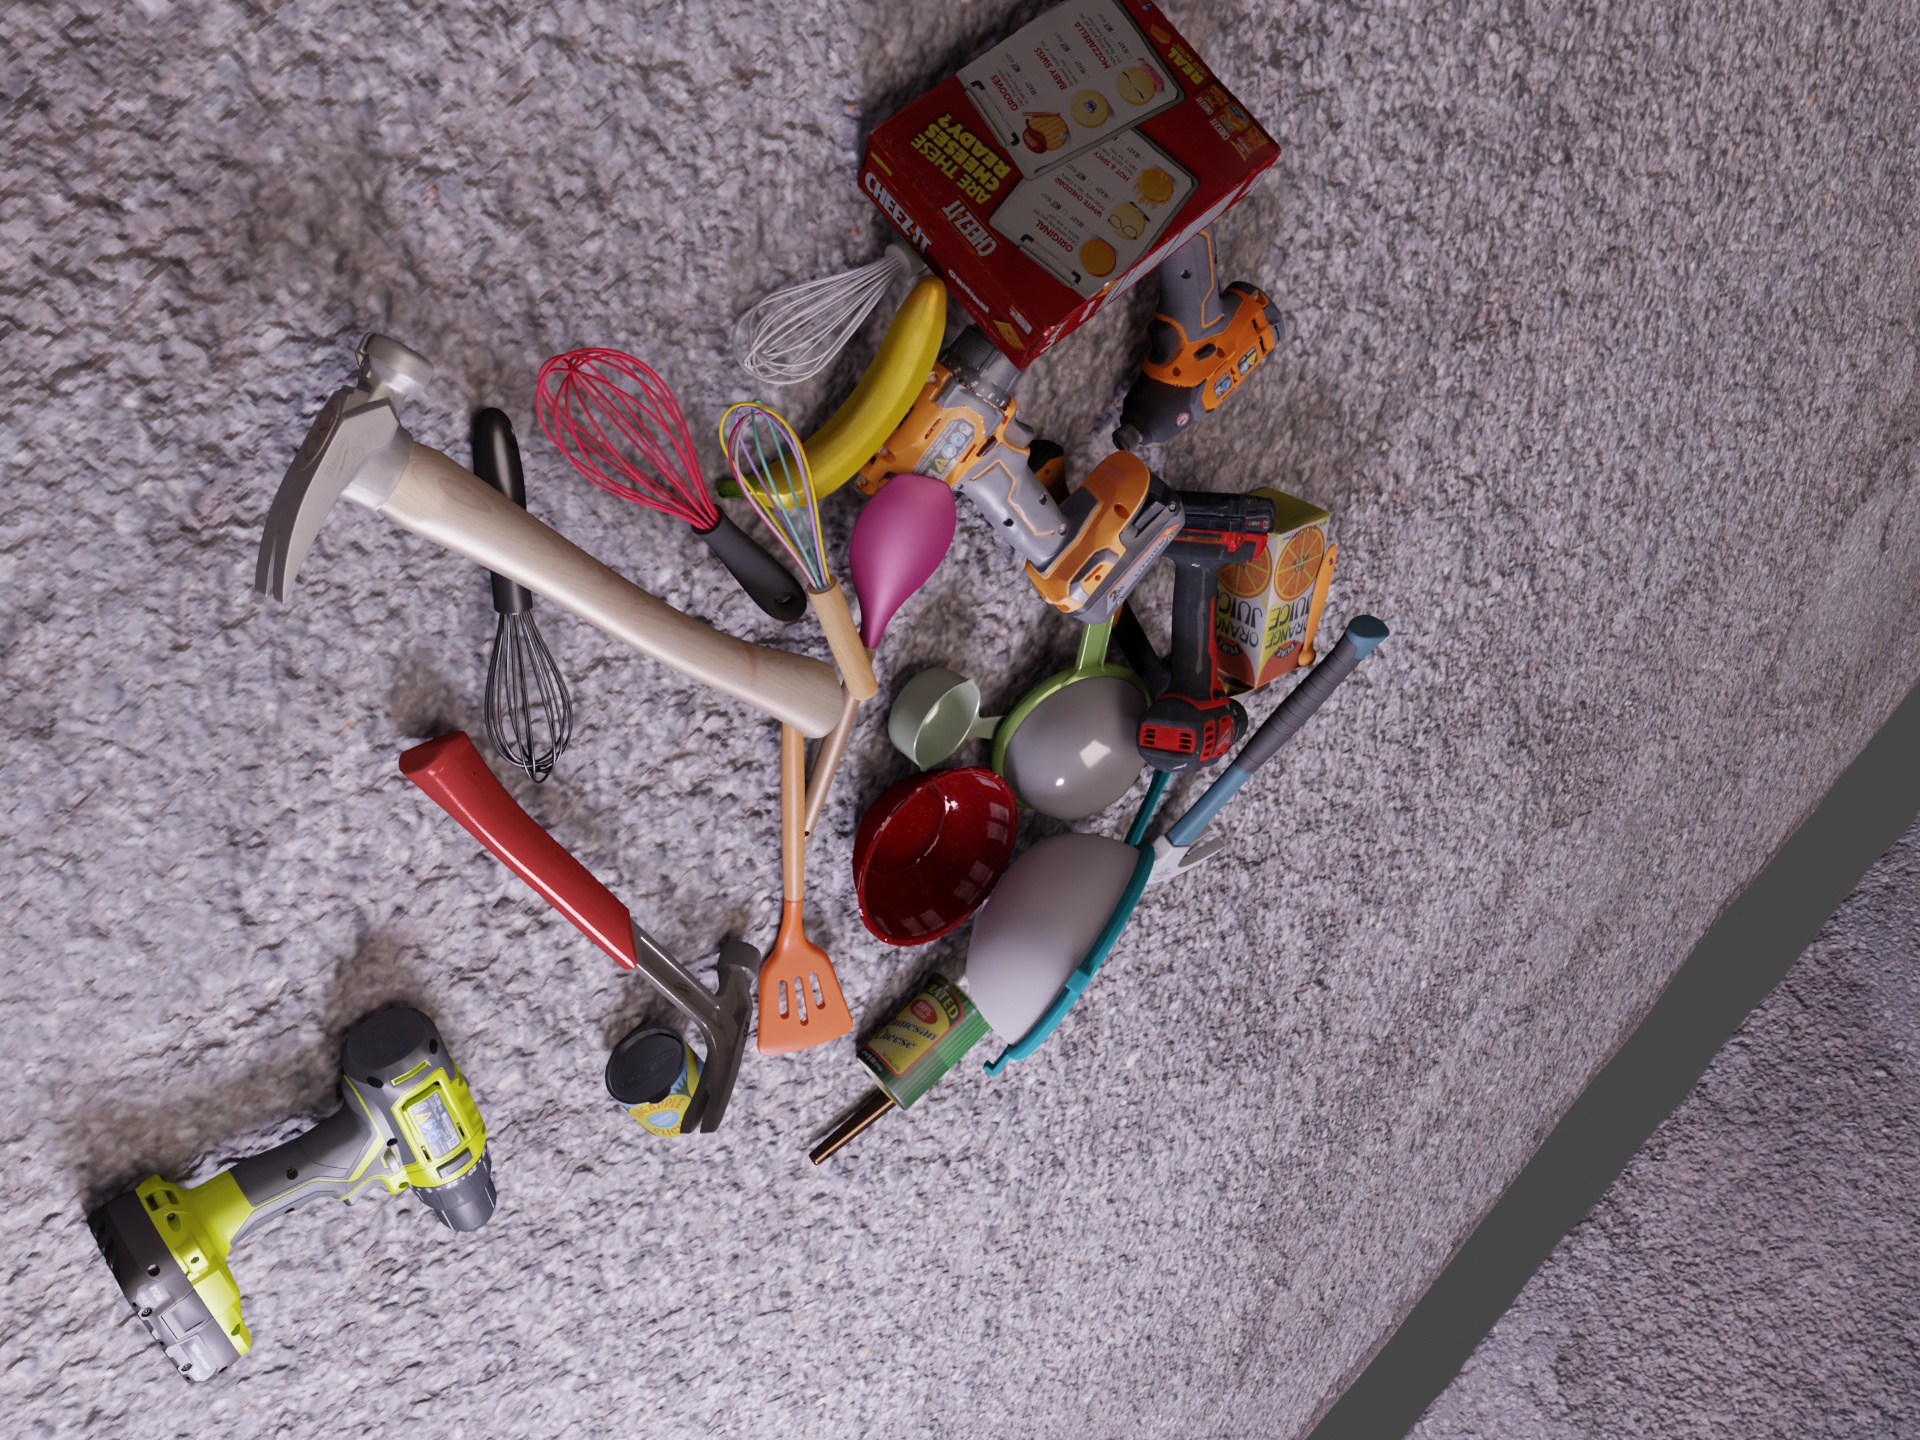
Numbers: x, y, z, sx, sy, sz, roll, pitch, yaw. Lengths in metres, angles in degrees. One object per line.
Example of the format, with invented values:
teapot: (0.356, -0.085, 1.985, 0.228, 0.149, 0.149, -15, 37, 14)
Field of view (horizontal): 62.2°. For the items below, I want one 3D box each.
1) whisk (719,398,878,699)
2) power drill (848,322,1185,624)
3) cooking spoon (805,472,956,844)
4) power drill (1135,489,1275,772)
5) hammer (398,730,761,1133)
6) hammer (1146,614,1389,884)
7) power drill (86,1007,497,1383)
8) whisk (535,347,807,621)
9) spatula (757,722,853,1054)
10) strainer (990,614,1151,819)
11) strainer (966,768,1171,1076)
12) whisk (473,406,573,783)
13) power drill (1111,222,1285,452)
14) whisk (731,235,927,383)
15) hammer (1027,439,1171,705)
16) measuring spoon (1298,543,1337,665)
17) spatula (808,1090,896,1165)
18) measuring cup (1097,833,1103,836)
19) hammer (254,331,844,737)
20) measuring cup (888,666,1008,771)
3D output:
whisk: (-0.100, -0.107, 1.039, 0.047, 0.051, 0.244, -20, 131, 0)
power drill: (0.056, -0.186, 1.115, 0.226, 0.084, 0.185, 28, 107, -35)
cooking spoon: (-0.073, -0.034, 1.130, 0.068, 0.017, 0.318, 9, 124, -20)
power drill: (0.205, -0.073, 1.312, 0.188, 0.080, 0.226, -11, 106, -64)
hammer: (-0.248, 0.135, 1.065, 0.358, 0.037, 0.149, 55, 36, -42)
hammer: (0.268, 0.032, 1.452, 0.128, 0.033, 0.331, 4, 132, -50)
power drill: (-0.416, 0.315, 1.034, 0.228, 0.080, 0.190, -32, 133, -29)
whisk: (-0.166, -0.135, 0.985, 0.073, 0.073, 0.295, -50, 148, -6)
spatula: (-0.122, 0.119, 1.197, 0.081, 0.041, 0.322, -11, 127, -21)
strainer: (0.111, -0.009, 1.272, 0.151, 0.069, 0.256, -12, 134, -24)
strainer: (0.093, 0.127, 1.361, 0.340, 0.095, 0.211, -58, 180, -40)
whisk: (-0.266, -0.070, 0.953, 0.055, 0.055, 0.238, -19, 122, -34)
power drill: (0.150, -0.310, 1.166, 0.164, 0.084, 0.226, -46, 141, -11)
whisk: (-0.047, -0.291, 1.021, 0.246, 0.059, 0.057, -41, 173, -22)
hammer: (0.111, -0.100, 1.296, 0.127, 0.034, 0.336, -48, 138, -11)
measuring spoon: (0.317, -0.099, 1.395, 0.021, 0.011, 0.116, -18, 126, -41)
spatula: (-0.011, 0.298, 1.445, 0.316, 0.018, 0.059, -36, 134, -23)
measuring cup: (0.082, 0.165, 1.451, 0.156, 0.029, 0.062, -56, 137, -17)
hammer: (-0.214, -0.063, 0.953, 0.410, 0.038, 0.146, 32, 81, -49)
measuring cup: (-0.002, -0.004, 1.257, 0.167, 0.038, 0.083, 3, 118, -63)
